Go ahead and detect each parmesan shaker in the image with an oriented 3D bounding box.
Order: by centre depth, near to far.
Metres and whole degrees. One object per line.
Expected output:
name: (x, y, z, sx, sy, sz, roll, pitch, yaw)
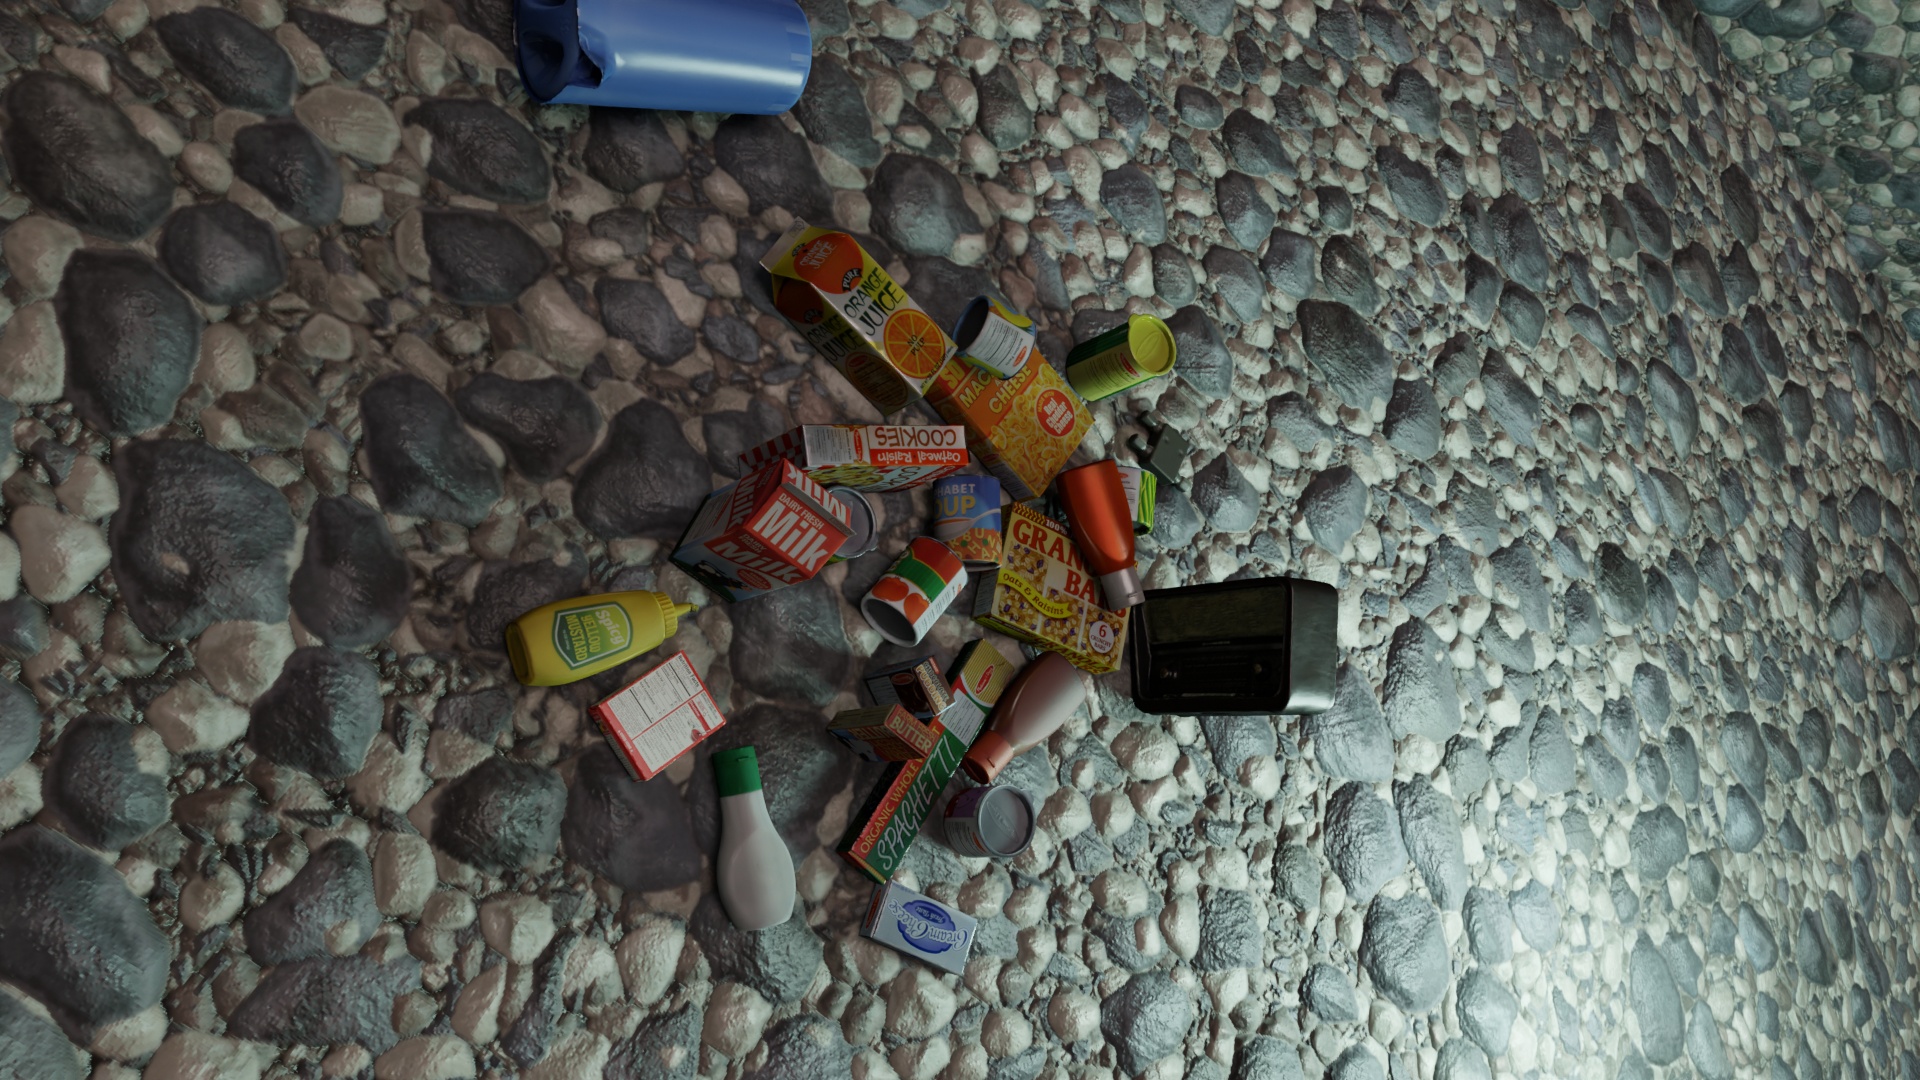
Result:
parmesan shaker: (0.167, -0.195, 1.469, 0.071, 0.103, 0.071, 9, 74, -34)

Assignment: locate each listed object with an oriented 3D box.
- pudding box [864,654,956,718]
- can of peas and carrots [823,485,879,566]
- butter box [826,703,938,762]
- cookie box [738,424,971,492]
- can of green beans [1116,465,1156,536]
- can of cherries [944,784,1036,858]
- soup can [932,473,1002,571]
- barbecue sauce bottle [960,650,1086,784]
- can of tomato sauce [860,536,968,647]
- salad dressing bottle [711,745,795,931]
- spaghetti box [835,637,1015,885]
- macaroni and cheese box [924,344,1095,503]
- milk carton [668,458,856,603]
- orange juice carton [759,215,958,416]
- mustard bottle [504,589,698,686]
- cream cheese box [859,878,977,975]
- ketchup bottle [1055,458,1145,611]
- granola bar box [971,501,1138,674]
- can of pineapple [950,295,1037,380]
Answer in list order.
pudding box: (-0.046, 0.135, 1.252, 0.030, 0.083, 0.049, -29, 96, -36)
can of peas and carrots: (-0.116, -0.011, 1.253, 0.071, 0.058, 0.071, 9, 75, -34)
butter box: (-0.069, 0.169, 1.215, 0.053, 0.103, 0.024, 42, 60, -21)
cookie box: (-0.095, -0.071, 1.243, 0.168, 0.122, 0.040, -3, 82, -36)
can of green beans: (0.171, -0.040, 1.458, 0.071, 0.071, 0.058, 17, 70, -31)
can of cherries: (0.029, 0.260, 1.290, 0.071, 0.058, 0.071, 9, 73, -32)
soup can: (0.005, -0.017, 1.334, 0.071, 0.071, 0.084, 7, 75, -34)
barbecue sauce bottle: (0.059, 0.174, 1.341, 0.149, 0.043, 0.065, -43, 104, -34)
can of tomato sauce: (-0.045, 0.047, 1.287, 0.071, 0.071, 0.083, 50, 57, -15)
salad dressing bottle: (-0.177, 0.247, 1.159, 0.064, 0.044, 0.147, -7, 82, -34)
spaghetti box: (-0.029, 0.199, 1.282, 0.050, 0.028, 0.251, 45, 58, -18)
macaroni and cheese box: (0.047, -0.139, 1.411, 0.166, 0.040, 0.124, 48, 57, -17)
milk carton: (-0.158, -0.009, 1.141, 0.072, 0.190, 0.074, 38, 61, -22)
orange juice carton: (-0.101, -0.214, 1.304, 0.192, 0.073, 0.072, 44, 58, -18)
mustard bottle: (-0.282, 0.070, 1.123, 0.161, 0.048, 0.065, -17, 91, -36)
cream cheese box: (-0.036, 0.347, 1.244, 0.103, 0.024, 0.053, 31, 63, -25)
ketchup bottle: (0.146, -0.004, 1.395, 0.065, 0.043, 0.149, -16, 86, -19)
granola bar box: (0.097, 0.050, 1.400, 0.165, 0.039, 0.124, 25, 65, -28)
can of pineapple: (0.031, -0.197, 1.348, 0.058, 0.071, 0.071, 25, 66, -28)
